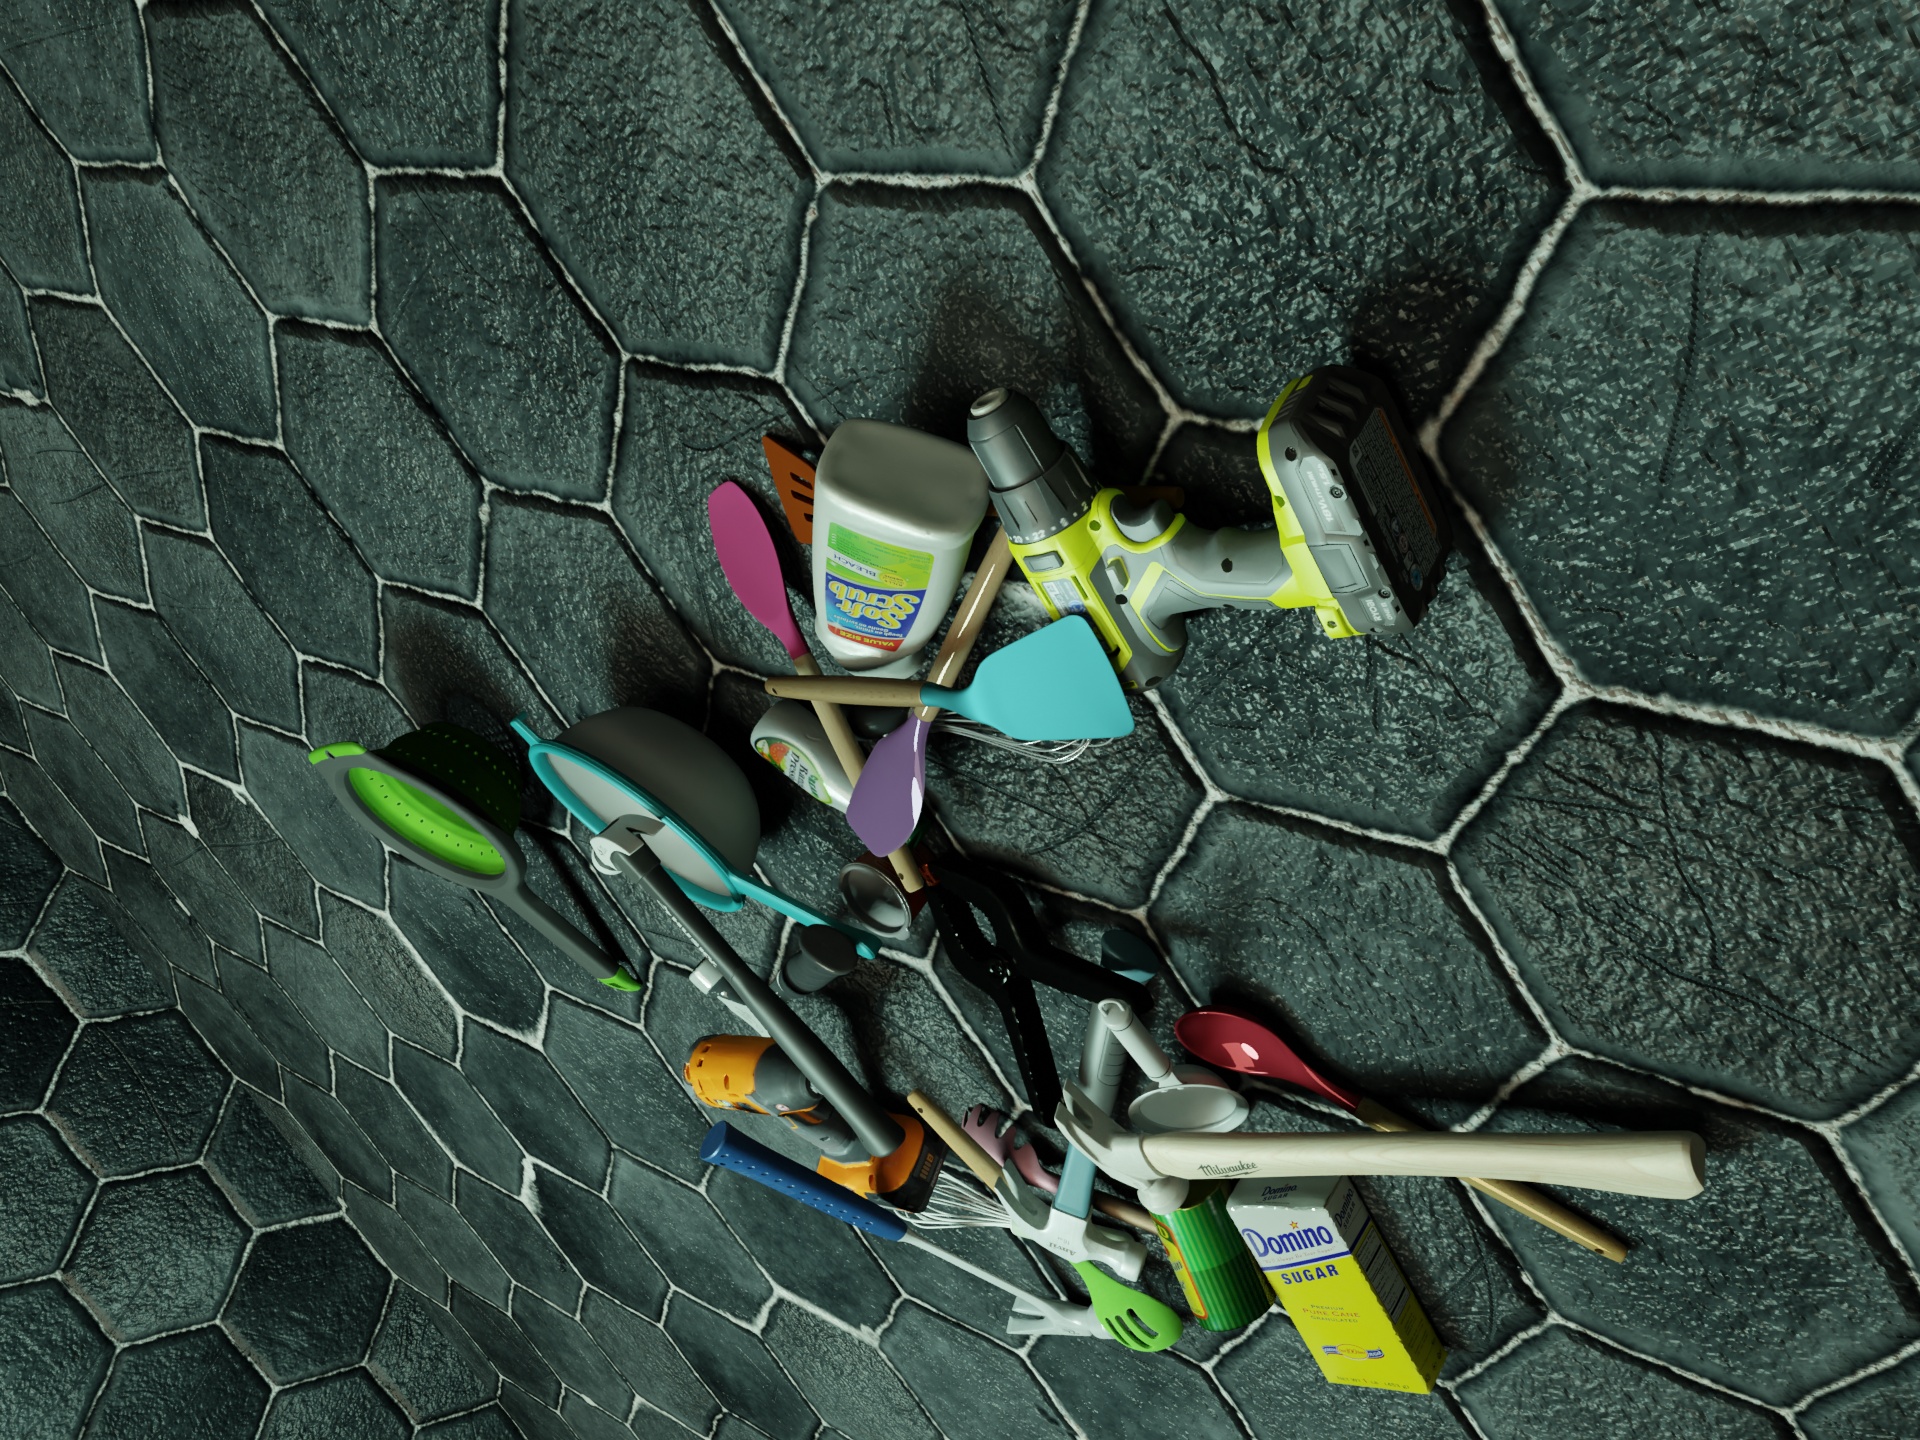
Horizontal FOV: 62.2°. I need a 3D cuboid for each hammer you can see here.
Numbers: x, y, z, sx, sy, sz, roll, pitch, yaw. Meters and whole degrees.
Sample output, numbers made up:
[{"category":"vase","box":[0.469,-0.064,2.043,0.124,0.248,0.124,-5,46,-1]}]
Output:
[{"category":"hammer","box":[0.254,0.274,1.019,0.411,0.038,0.146,-12,134,39]},{"category":"hammer","box":[0.103,0.292,1.203,0.128,0.033,0.330,17,125,14]},{"category":"hammer","box":[-0.048,0.449,1.379,0.405,0.035,0.144,33,146,-20]},{"category":"hammer","box":[-0.140,0.223,1.309,0.149,0.036,0.409,43,157,0]},{"category":"hammer","box":[-0.161,0.204,1.225,0.335,0.035,0.146,49,157,-1]}]

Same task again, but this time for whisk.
[{"category":"whisk","box":[-0.001,-0.004,1.075,0.285,0.070,0.070,-2,120,49]},{"category":"whisk","box":[0.043,0.438,1.396,0.246,0.059,0.057,2,121,35]}]

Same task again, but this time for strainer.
[{"category":"strainer","box":[-0.184,0.079,1.259,0.340,0.095,0.210,24,155,25]},{"category":"strainer","box":[0.140,0.240,1.098,0.087,0.050,0.258,-13,145,17]}]

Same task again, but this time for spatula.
[{"category":"spatula","box":[-0.027,-0.022,1.007,0.318,0.044,0.082,4,129,51]},{"category":"spatula","box":[-0.004,-0.140,0.991,0.323,0.041,0.081,4,125,35]},{"category":"spatula","box":[-0.014,-0.020,1.029,0.060,0.018,0.315,48,134,24]}]

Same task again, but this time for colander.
[{"category":"colander","box":[-0.437,0.120,1.547,0.204,0.094,0.396,-9,133,45]}]

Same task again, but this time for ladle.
[{"category":"ladle","box":[0.289,0.271,1.059,0.315,0.031,0.069,27,144,20]}]

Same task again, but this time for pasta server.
[{"category":"pasta server","box":[0.130,0.392,1.300,0.316,0.040,0.060,14,130,28]}]

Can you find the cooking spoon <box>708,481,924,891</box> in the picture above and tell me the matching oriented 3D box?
[{"category":"cooking spoon","box":[-0.101,-0.023,1.132,0.069,0.017,0.319,-25,91,50]}]

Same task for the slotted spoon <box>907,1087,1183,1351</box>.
[{"category":"slotted spoon","box":[0.067,0.419,1.322,0.313,0.031,0.070,46,127,-5]}]

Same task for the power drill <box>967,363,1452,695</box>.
[{"category":"power drill","box":[0.121,-0.108,0.841,0.228,0.080,0.190,-7,127,43]}]

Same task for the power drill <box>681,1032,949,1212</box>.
[{"category":"power drill","box":[-0.112,0.343,1.371,0.164,0.084,0.226,-8,139,44]}]
